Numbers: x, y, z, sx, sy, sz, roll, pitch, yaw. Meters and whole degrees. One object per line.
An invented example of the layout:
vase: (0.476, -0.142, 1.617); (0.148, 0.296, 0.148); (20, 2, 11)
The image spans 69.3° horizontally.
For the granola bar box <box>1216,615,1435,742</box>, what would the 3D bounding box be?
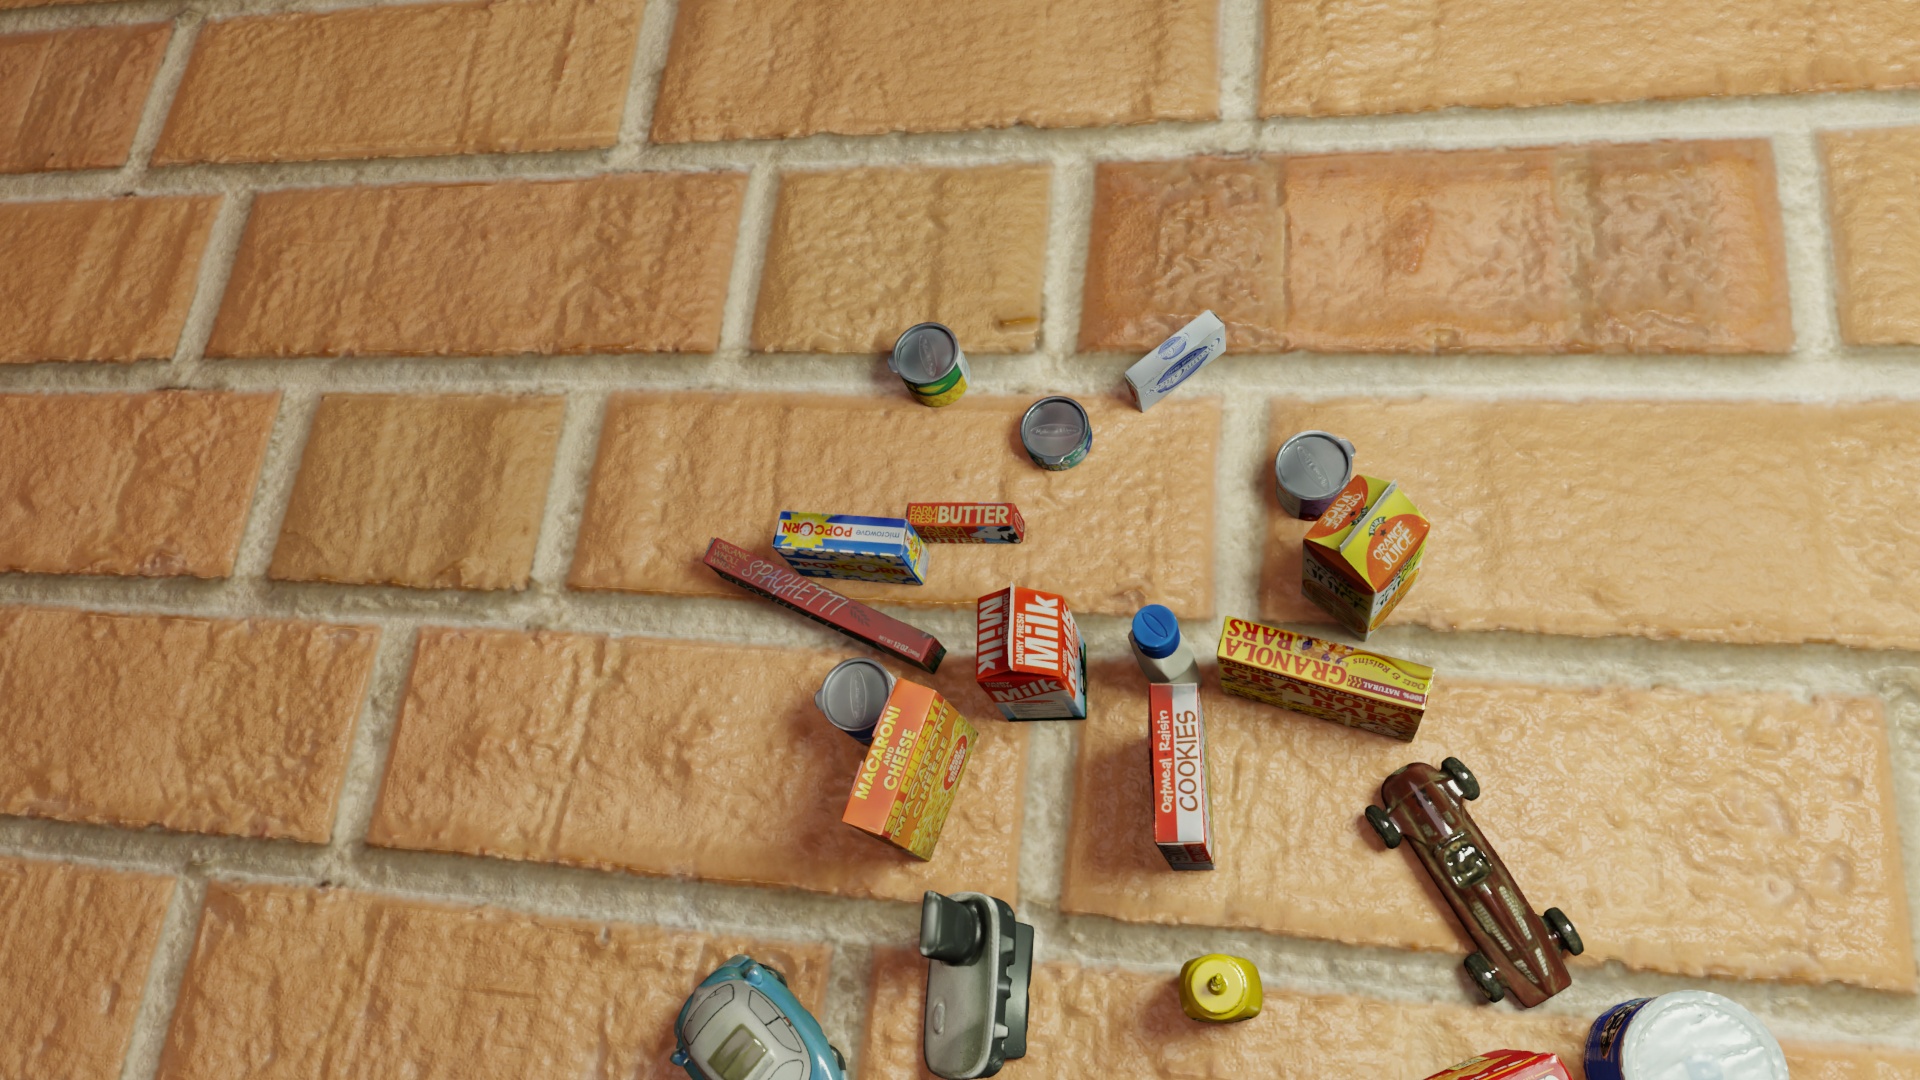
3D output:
granola bar box: (0.297, 0.116, 1.143); (0.165, 0.124, 0.039); (14, 74, 18)

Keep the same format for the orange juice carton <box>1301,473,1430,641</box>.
orange juice carton: (0.329, 0.011, 1.138); (0.073, 0.192, 0.072); (39, 83, 23)

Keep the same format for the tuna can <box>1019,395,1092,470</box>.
tuna can: (0.092, -0.099, 1.322); (0.071, 0.032, 0.071); (-4, 69, 12)

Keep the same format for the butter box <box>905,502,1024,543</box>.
butter box: (0.005, -0.016, 1.300); (0.103, 0.053, 0.024); (1, 70, 13)

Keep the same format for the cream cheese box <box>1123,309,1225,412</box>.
cream cheese box: (0.203, -0.169, 1.311); (0.104, 0.053, 0.024); (-37, 66, -2)

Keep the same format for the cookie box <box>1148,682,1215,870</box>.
cookie box: (0.178, 0.193, 1.117); (0.040, 0.167, 0.123); (-4, 69, 12)

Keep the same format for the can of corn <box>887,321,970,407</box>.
can of corn: (-0.030, -0.171, 1.364); (0.071, 0.058, 0.071); (-4, 69, 12)

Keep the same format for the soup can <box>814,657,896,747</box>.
soup can: (-0.084, 0.147, 1.242); (0.071, 0.083, 0.071); (-4, 69, 12)

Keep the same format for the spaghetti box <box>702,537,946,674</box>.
spaghetti box: (-0.130, 0.060, 1.304); (0.250, 0.050, 0.029); (23, 77, 20)

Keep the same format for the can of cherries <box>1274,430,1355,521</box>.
can of cherries: (0.317, -0.058, 1.240); (0.071, 0.058, 0.072); (-4, 69, 12)

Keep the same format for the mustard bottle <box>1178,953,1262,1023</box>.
mustard bottle: (0.197, 0.342, 1.061); (0.065, 0.160, 0.049); (-6, 69, 11)

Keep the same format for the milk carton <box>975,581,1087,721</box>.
milk carton: (0.059, 0.096, 1.169); (0.073, 0.190, 0.072); (-3, 70, 12)

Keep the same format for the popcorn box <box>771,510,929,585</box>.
popcorn box: (-0.101, 0.008, 1.298); (0.127, 0.085, 0.038); (4, 71, 15)

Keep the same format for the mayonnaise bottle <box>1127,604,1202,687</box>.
mayonnaise bottle: (0.170, 0.092, 1.168); (0.041, 0.147, 0.065); (-42, 67, -4)

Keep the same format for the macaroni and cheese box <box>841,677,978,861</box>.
macaroni and cheese box: (-0.040, 0.196, 1.168); (0.040, 0.166, 0.124); (16, 75, 18)
